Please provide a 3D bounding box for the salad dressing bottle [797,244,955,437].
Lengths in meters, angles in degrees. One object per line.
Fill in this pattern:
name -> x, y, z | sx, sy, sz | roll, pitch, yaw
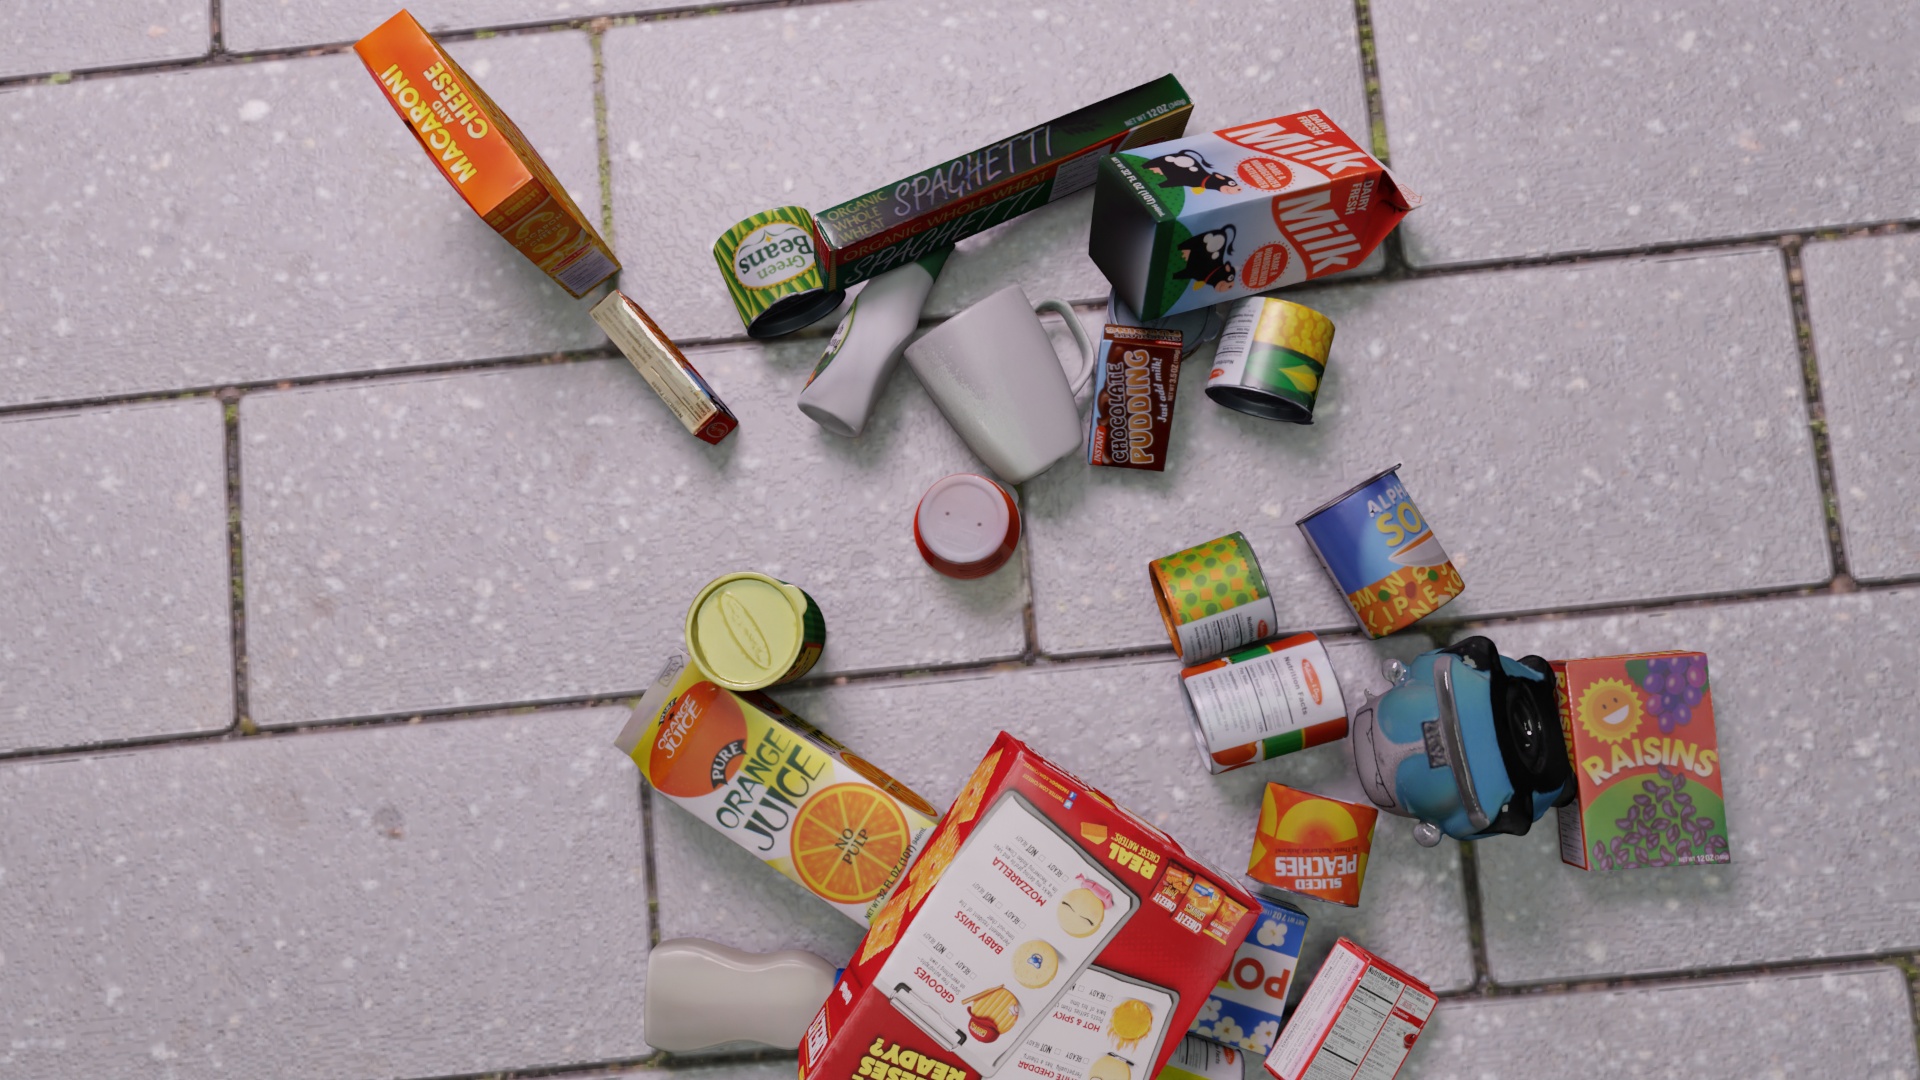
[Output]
salad dressing bottle -> -0.049, -0.137, 0.859 | 0.044, 0.064, 0.148 | 28, 77, -8

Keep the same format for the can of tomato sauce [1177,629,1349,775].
can of tomato sauce -> 0.178, 0.097, 0.824 | 0.083, 0.071, 0.071 | -17, 84, 1

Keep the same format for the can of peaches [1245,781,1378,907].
can of peaches -> 0.206, 0.177, 0.811 | 0.071, 0.071, 0.058 | 14, 84, 3

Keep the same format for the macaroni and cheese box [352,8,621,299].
macaroni and cheese box -> -0.272, -0.219, 0.818 | 0.040, 0.166, 0.124 | -38, 84, -1

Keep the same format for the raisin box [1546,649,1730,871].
raisin box -> 0.401, 0.130, 0.826 | 0.086, 0.040, 0.123 | -4, 85, 2

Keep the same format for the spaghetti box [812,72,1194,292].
spaghetti box -> 0.026, -0.216, 0.838 | 0.251, 0.050, 0.029 | -25, 75, -14

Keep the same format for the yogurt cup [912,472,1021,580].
yogurt cup -> 0.003, -0.011, 0.845 | 0.072, 0.054, 0.072 | 0, 85, 2

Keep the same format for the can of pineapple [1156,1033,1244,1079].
can of pineapple -> 0.126, 0.321, 0.802 | 0.058, 0.071, 0.071 | 17, 85, 4

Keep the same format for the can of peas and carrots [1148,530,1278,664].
can of peas and carrots -> 0.149, 0.033, 0.832 | 0.059, 0.071, 0.071 | -19, 84, 1

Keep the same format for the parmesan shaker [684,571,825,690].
parmesan shaker -> -0.115, 0.053, 0.818 | 0.071, 0.103, 0.071 | 0, 85, 2

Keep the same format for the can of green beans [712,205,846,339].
can of green beans -> -0.112, -0.165, 0.858 | 0.071, 0.071, 0.058 | -24, 84, -1

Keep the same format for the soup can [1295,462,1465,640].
soup can -> 0.252, 0.007, 0.828 | 0.071, 0.071, 0.084 | -31, 85, -1

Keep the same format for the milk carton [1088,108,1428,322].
milk carton -> 0.179, -0.198, 0.824 | 0.191, 0.073, 0.072 | -17, 51, -17

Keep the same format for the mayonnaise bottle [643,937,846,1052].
mayonnaise bottle -> -0.111, 0.272, 0.827 | 0.148, 0.041, 0.065 | 2, 86, 1

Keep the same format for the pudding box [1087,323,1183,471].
pudding box -> 0.105, -0.086, 0.842 | 0.050, 0.030, 0.083 | 7, 119, 4

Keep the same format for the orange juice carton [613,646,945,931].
orange juice carton -> -0.109, 0.143, 0.823 | 0.193, 0.073, 0.072 | 32, 88, 5

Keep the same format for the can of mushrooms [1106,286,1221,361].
can of mushrooms -> 0.126, -0.141, 0.865 | 0.071, 0.033, 0.071 | 0, 84, 2

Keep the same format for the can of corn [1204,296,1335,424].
can of corn -> 0.191, -0.109, 0.844 | 0.071, 0.071, 0.058 | 17, 85, 3

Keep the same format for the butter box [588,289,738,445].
butter box -> -0.183, -0.107, 0.861 | 0.024, 0.053, 0.103 | -41, 84, 1

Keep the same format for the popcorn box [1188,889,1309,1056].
popcorn box -> 0.133, 0.242, 0.823 | 0.127, 0.038, 0.085 | 17, 87, 3
